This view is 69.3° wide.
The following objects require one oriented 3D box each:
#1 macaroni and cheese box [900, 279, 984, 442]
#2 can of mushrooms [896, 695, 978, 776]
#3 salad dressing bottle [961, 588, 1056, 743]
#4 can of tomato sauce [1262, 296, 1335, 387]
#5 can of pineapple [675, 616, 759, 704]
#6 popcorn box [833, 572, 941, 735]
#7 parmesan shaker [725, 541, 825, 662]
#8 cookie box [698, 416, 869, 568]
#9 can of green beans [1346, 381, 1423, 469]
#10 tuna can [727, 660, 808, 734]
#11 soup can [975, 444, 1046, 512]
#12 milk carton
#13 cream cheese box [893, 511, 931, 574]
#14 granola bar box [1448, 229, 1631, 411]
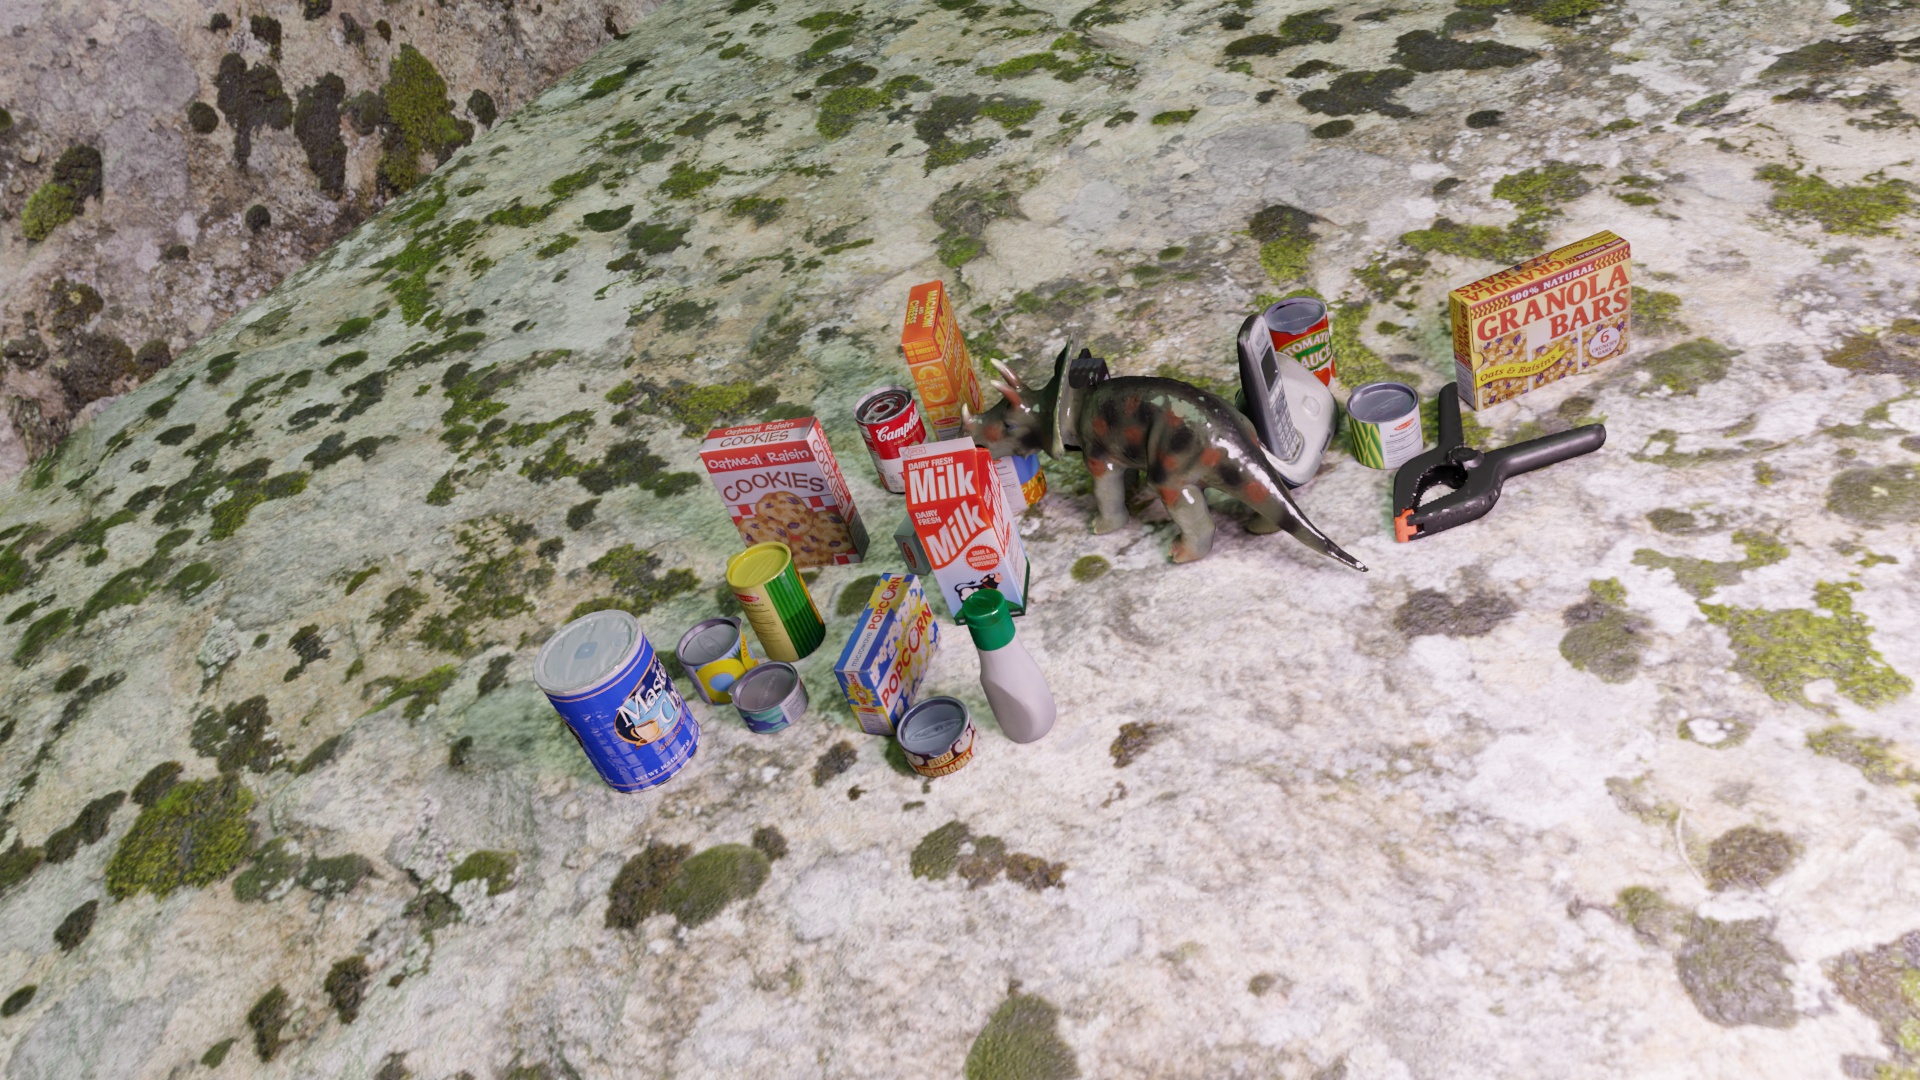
[{"bbox_3d":[-0.017,-0.185,1.534,0.040,0.165,0.124,-11,38,13],"label":"macaroni and cheese box"},{"bbox_3d":[-0.019,0.171,1.199,0.071,0.033,0.071,-13,37,10],"label":"can of mushrooms"},{"bbox_3d":[0.039,0.105,1.159,0.064,0.147,0.044,21,54,42],"label":"salad dressing bottle"},{"bbox_3d":[0.354,-0.201,1.449,0.071,0.082,0.071,-13,37,10],"label":"can of tomato sauce"},{"bbox_3d":[-0.233,0.116,1.348,0.071,0.057,0.071,-13,37,10],"label":"can of pineapple"},{"bbox_3d":[-0.065,0.102,1.263,0.038,0.085,0.127,-1,41,25],"label":"popcorn box"},{"bbox_3d":[-0.181,0.060,1.356,0.071,0.102,0.072,-13,37,10],"label":"parmesan shaker"},{"bbox_3d":[-0.180,-0.046,1.435,0.123,0.166,0.040,-6,39,19],"label":"cookie box"},{"bbox_3d":[0.407,-0.110,1.331,0.071,0.057,0.071,-13,37,10],"label":"can of green beans"},{"bbox_3d":[-0.181,0.148,1.305,0.071,0.032,0.071,-13,37,10],"label":"tuna can"},{"bbox_3d":[0.050,-0.083,1.443,0.071,0.083,0.072,-13,37,10],"label":"soup can"},{"bbox_3d":[0.005,-0.016,1.292,0.072,0.189,0.074,-9,38,15],"label":"milk carton"},{"bbox_3d":[-0.031,-0.018,1.426,0.024,0.053,0.104,3,43,29],"label":"cream cheese box"},{"bbox_3d":[0.557,-0.209,1.329,0.166,0.123,0.039,-22,37,-2],"label":"granola bar box"}]
